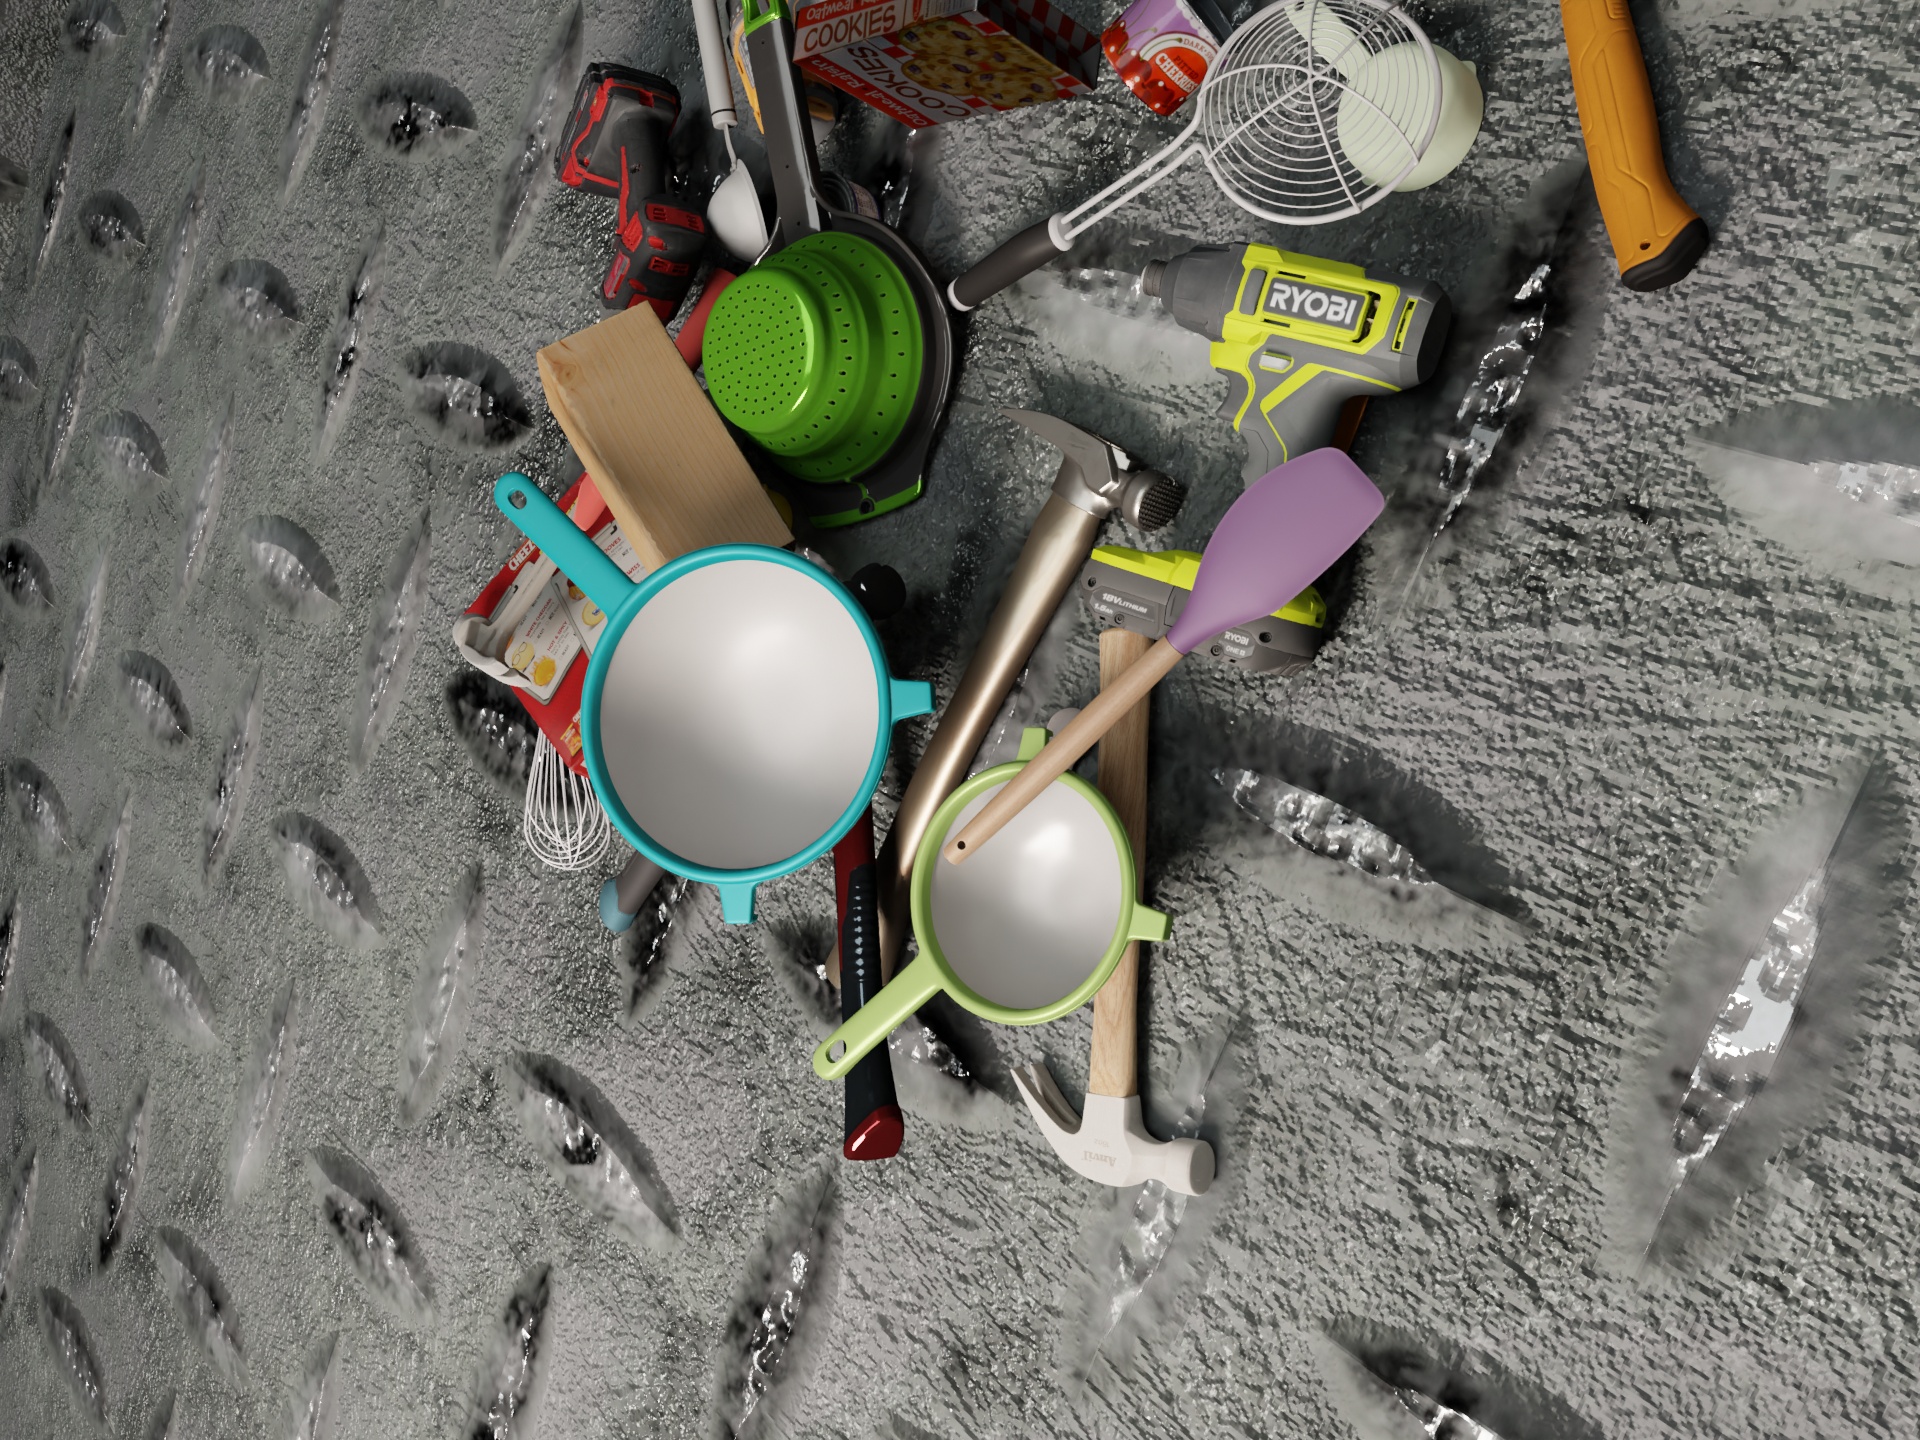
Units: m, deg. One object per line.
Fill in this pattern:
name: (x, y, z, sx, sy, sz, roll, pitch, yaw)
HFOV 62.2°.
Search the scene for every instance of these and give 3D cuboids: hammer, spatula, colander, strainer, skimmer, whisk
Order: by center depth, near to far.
hammer: (0.317, -0.376, 0.824, 0.127, 0.034, 0.337, -18, 73, 38)
spatula: (0.097, -0.026, 0.865, 0.316, 0.018, 0.060, -46, 76, 21)
strainer: (0.014, 0.136, 0.949, 0.256, 0.069, 0.152, -44, 60, 21)
hammer: (0.094, 0.109, 0.960, 0.130, 0.031, 0.331, -3, 82, 40)
skimmer: (0.120, -0.315, 0.962, 0.363, 0.090, 0.127, -13, 83, 57)
strainer: (-0.172, -0.044, 1.034, 0.340, 0.095, 0.211, 43, 99, 17)
hammer: (-0.002, -0.003, 1.054, 0.146, 0.038, 0.410, 39, 110, 39)
hammer: (-0.079, 0.096, 1.063, 0.143, 0.038, 0.387, -28, 59, 48)
colander: (-0.128, -0.335, 1.114, 0.204, 0.094, 0.397, -12, 89, 36)
hammer: (-0.194, 0.051, 1.182, 0.331, 0.033, 0.128, -51, 43, 37)
hammer: (-0.266, -0.190, 1.215, 0.359, 0.036, 0.149, -57, 32, -6)
strainer: (-0.181, -0.452, 1.219, 0.087, 0.050, 0.258, -177, 77, -75)
whisk: (-0.339, -0.008, 1.341, 0.070, 0.070, 0.285, -29, 61, 35)

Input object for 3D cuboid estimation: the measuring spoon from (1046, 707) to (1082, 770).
measuring spoon: (0.055, 0.052, 1.007, 0.034, 0.018, 0.124, 21, 99, 53)

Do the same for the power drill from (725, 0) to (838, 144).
power drill: (-0.096, -0.565, 1.181, 0.226, 0.084, 0.185, -38, 61, 37)

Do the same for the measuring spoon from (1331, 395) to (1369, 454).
measuring spoon: (0.218, -0.168, 0.903, 0.021, 0.011, 0.117, 31, 109, 26)

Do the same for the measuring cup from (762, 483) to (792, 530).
measuring cup: (-0.174, -0.171, 1.239, 0.062, 0.029, 0.157, -60, 40, 14)

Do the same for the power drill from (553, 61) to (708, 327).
power drill: (-0.264, -0.405, 1.273, 0.143, 0.078, 0.220, -50, 47, 45)

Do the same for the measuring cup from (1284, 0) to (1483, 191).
measuring cup: (0.224, -0.370, 0.900, 0.083, 0.038, 0.168, -46, 60, 27)

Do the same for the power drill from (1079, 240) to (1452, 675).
power drill: (0.156, -0.150, 0.890, 0.171, 0.080, 0.223, 21, 99, 26)
